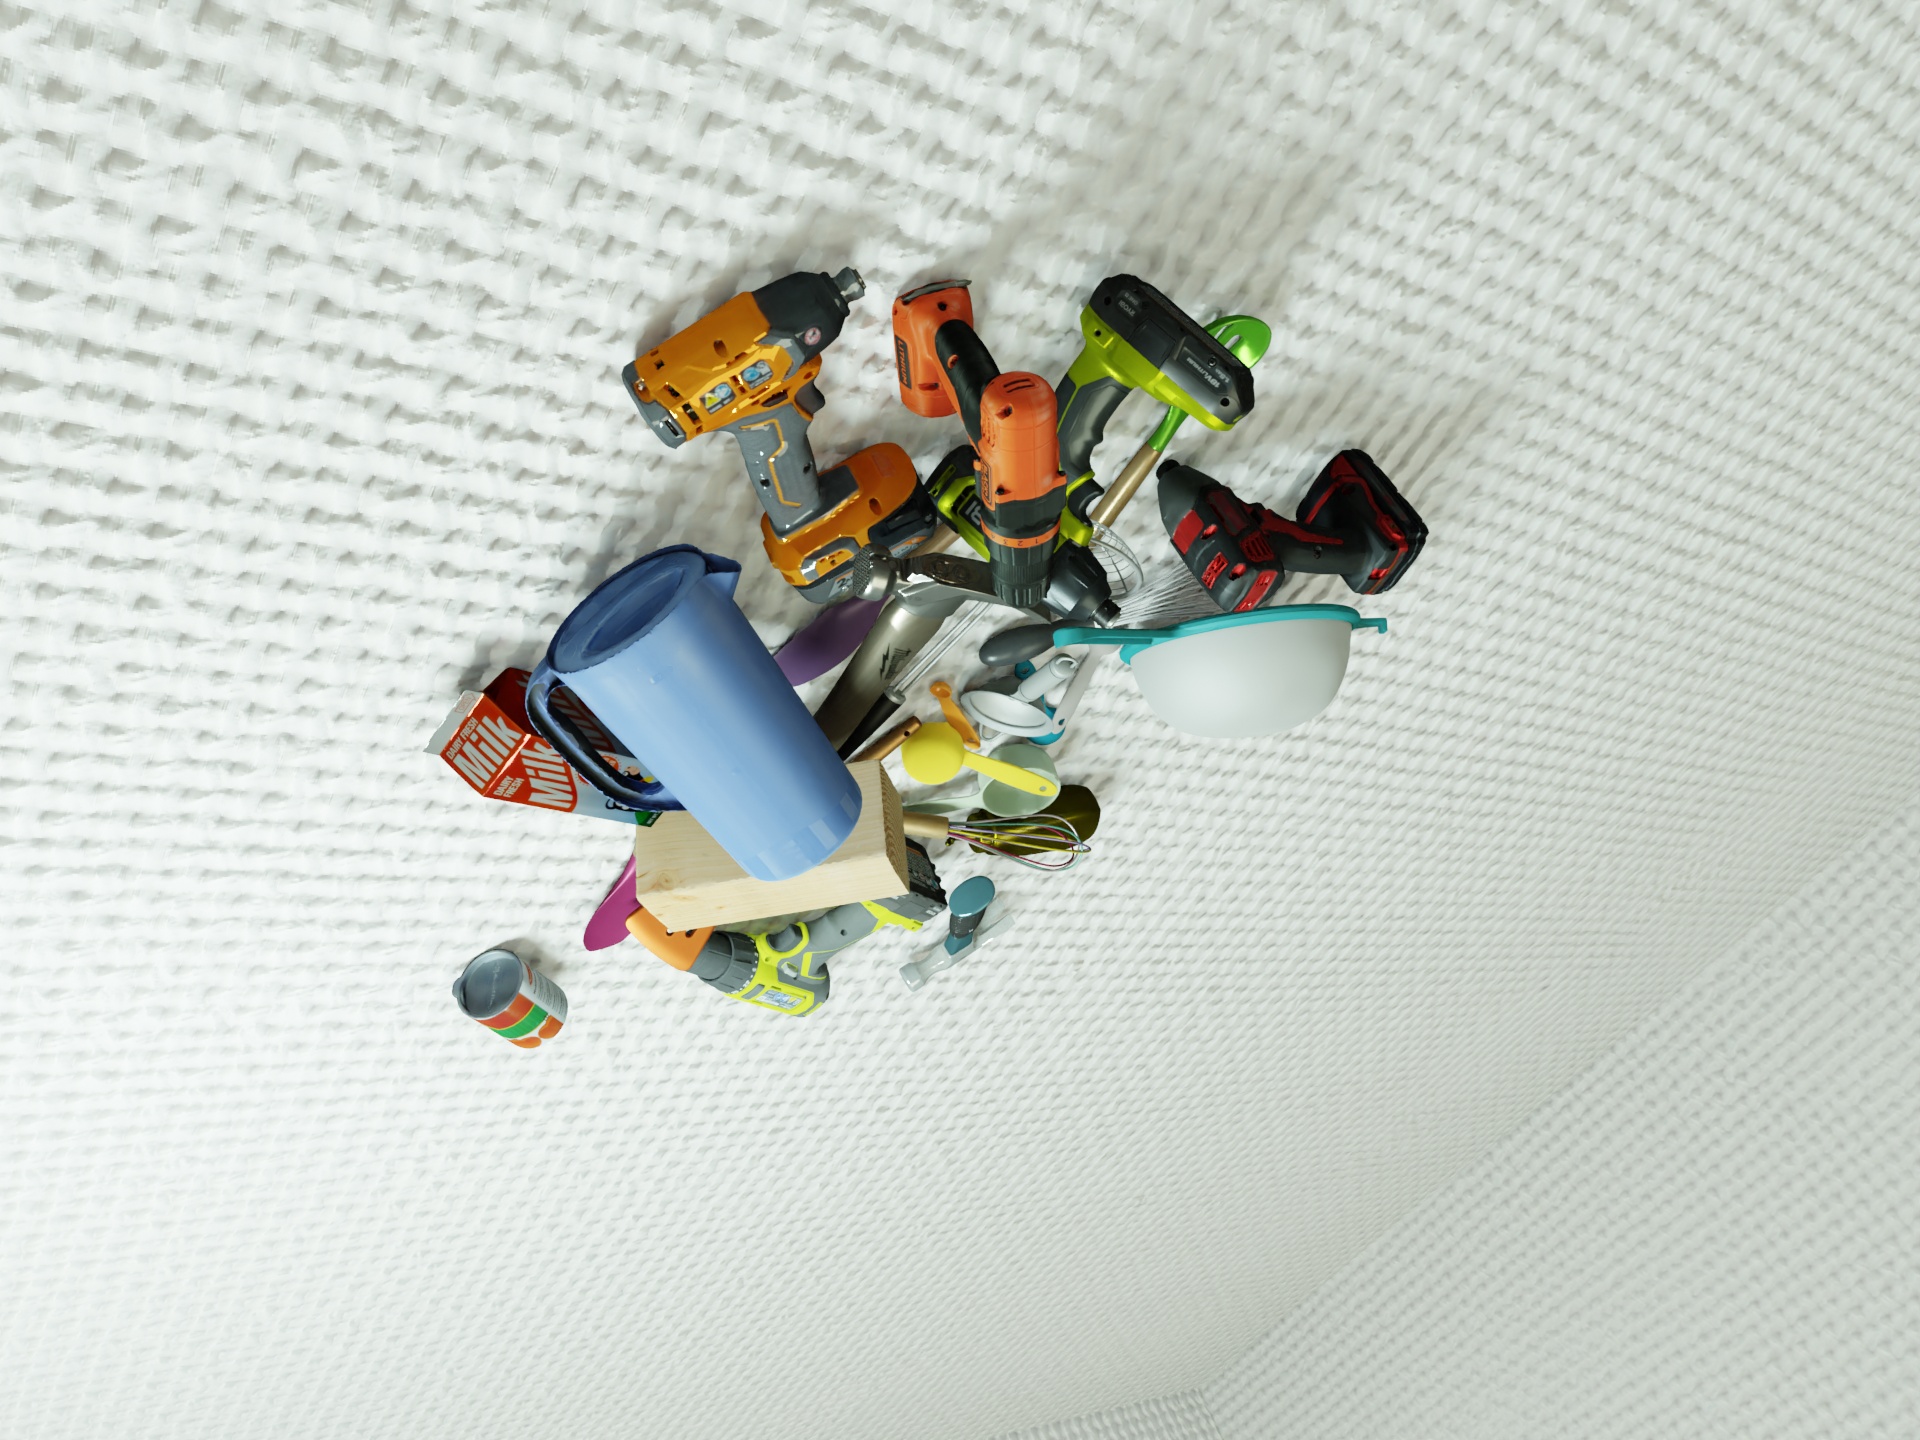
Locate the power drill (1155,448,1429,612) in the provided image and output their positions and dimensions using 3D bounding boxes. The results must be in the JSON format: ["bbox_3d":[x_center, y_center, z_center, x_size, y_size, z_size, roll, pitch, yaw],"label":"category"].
[{"bbox_3d":[0.262,-0.161,1.301,0.219,0.143,0.078,-8,144,-34],"label":"power drill"}]

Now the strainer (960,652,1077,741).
[{"bbox_3d":[0.058,-0.026,1.338,0.087,0.050,0.258,21,166,-8],"label":"strainer"}]

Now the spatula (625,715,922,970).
[{"bbox_3d":[-0.160,0.102,1.427,0.322,0.041,0.081,-38,117,11],"label":"spatula"}]

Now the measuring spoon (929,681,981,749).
[{"bbox_3d":[-0.002,-0.005,1.423,0.021,0.011,0.116,3,152,21],"label":"measuring spoon"}]

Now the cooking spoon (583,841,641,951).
[{"bbox_3d":[-0.269,0.098,1.373,0.068,0.017,0.318,-14,144,-41],"label":"cooking spoon"}]

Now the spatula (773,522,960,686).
[{"bbox_3d":[-0.032,-0.126,1.250,0.316,0.018,0.059,-40,143,18],"label":"spatula"}]

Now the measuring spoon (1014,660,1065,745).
[{"bbox_3d":[0.071,-0.013,1.448,0.042,0.021,0.128,-26,145,-1],"label":"measuring spoon"}]

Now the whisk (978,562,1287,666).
[{"bbox_3d":[0.151,-0.097,1.372,0.284,0.070,0.070,-18,143,-4],"label":"whisk"}]

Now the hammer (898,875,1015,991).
[{"bbox_3d":[0.002,0.202,1.560,0.128,0.033,0.331,-32,167,-12],"label":"hammer"}]

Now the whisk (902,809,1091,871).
[{"bbox_3d":[0.006,0.105,1.491,0.245,0.047,0.051,10,128,-14],"label":"whisk"}]

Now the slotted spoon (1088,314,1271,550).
[{"bbox_3d":[0.139,-0.199,1.262,0.070,0.031,0.313,6,134,-37],"label":"slotted spoon"}]

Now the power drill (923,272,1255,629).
[{"bbox_3d":[0.100,-0.188,1.140,0.223,0.171,0.080,-50,174,22],"label":"power drill"}]

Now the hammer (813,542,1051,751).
[{"bbox_3d":[-0.084,-0.006,1.248,0.146,0.038,0.410,9,149,-25],"label":"hammer"}]

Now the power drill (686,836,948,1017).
[{"bbox_3d":[-0.145,0.195,1.523,0.228,0.080,0.190,-37,143,18],"label":"power drill"}]

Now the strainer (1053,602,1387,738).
[{"bbox_3d":[0.204,-0.032,1.346,0.340,0.095,0.211,-1,170,-44],"label":"strainer"}]

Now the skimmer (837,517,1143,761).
[{"bbox_3d":[-0.008,-0.041,1.306,0.127,0.090,0.363,28,119,-39],"label":"skimmer"}]

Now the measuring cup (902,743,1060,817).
[{"bbox_3d":[0.009,0.062,1.499,0.167,0.038,0.083,-10,141,2],"label":"measuring cup"}]

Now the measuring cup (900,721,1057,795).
[{"bbox_3d":[0.019,0.048,1.438,0.156,0.029,0.062,20,125,-17],"label":"measuring cup"}]

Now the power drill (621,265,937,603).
[{"bbox_3d":[-0.101,-0.196,1.072,0.164,0.084,0.226,-31,140,5],"label":"power drill"}]

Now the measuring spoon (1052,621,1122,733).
[{"bbox_3d":[0.114,-0.035,1.438,0.034,0.018,0.124,5,123,-37],"label":"measuring spoon"}]
